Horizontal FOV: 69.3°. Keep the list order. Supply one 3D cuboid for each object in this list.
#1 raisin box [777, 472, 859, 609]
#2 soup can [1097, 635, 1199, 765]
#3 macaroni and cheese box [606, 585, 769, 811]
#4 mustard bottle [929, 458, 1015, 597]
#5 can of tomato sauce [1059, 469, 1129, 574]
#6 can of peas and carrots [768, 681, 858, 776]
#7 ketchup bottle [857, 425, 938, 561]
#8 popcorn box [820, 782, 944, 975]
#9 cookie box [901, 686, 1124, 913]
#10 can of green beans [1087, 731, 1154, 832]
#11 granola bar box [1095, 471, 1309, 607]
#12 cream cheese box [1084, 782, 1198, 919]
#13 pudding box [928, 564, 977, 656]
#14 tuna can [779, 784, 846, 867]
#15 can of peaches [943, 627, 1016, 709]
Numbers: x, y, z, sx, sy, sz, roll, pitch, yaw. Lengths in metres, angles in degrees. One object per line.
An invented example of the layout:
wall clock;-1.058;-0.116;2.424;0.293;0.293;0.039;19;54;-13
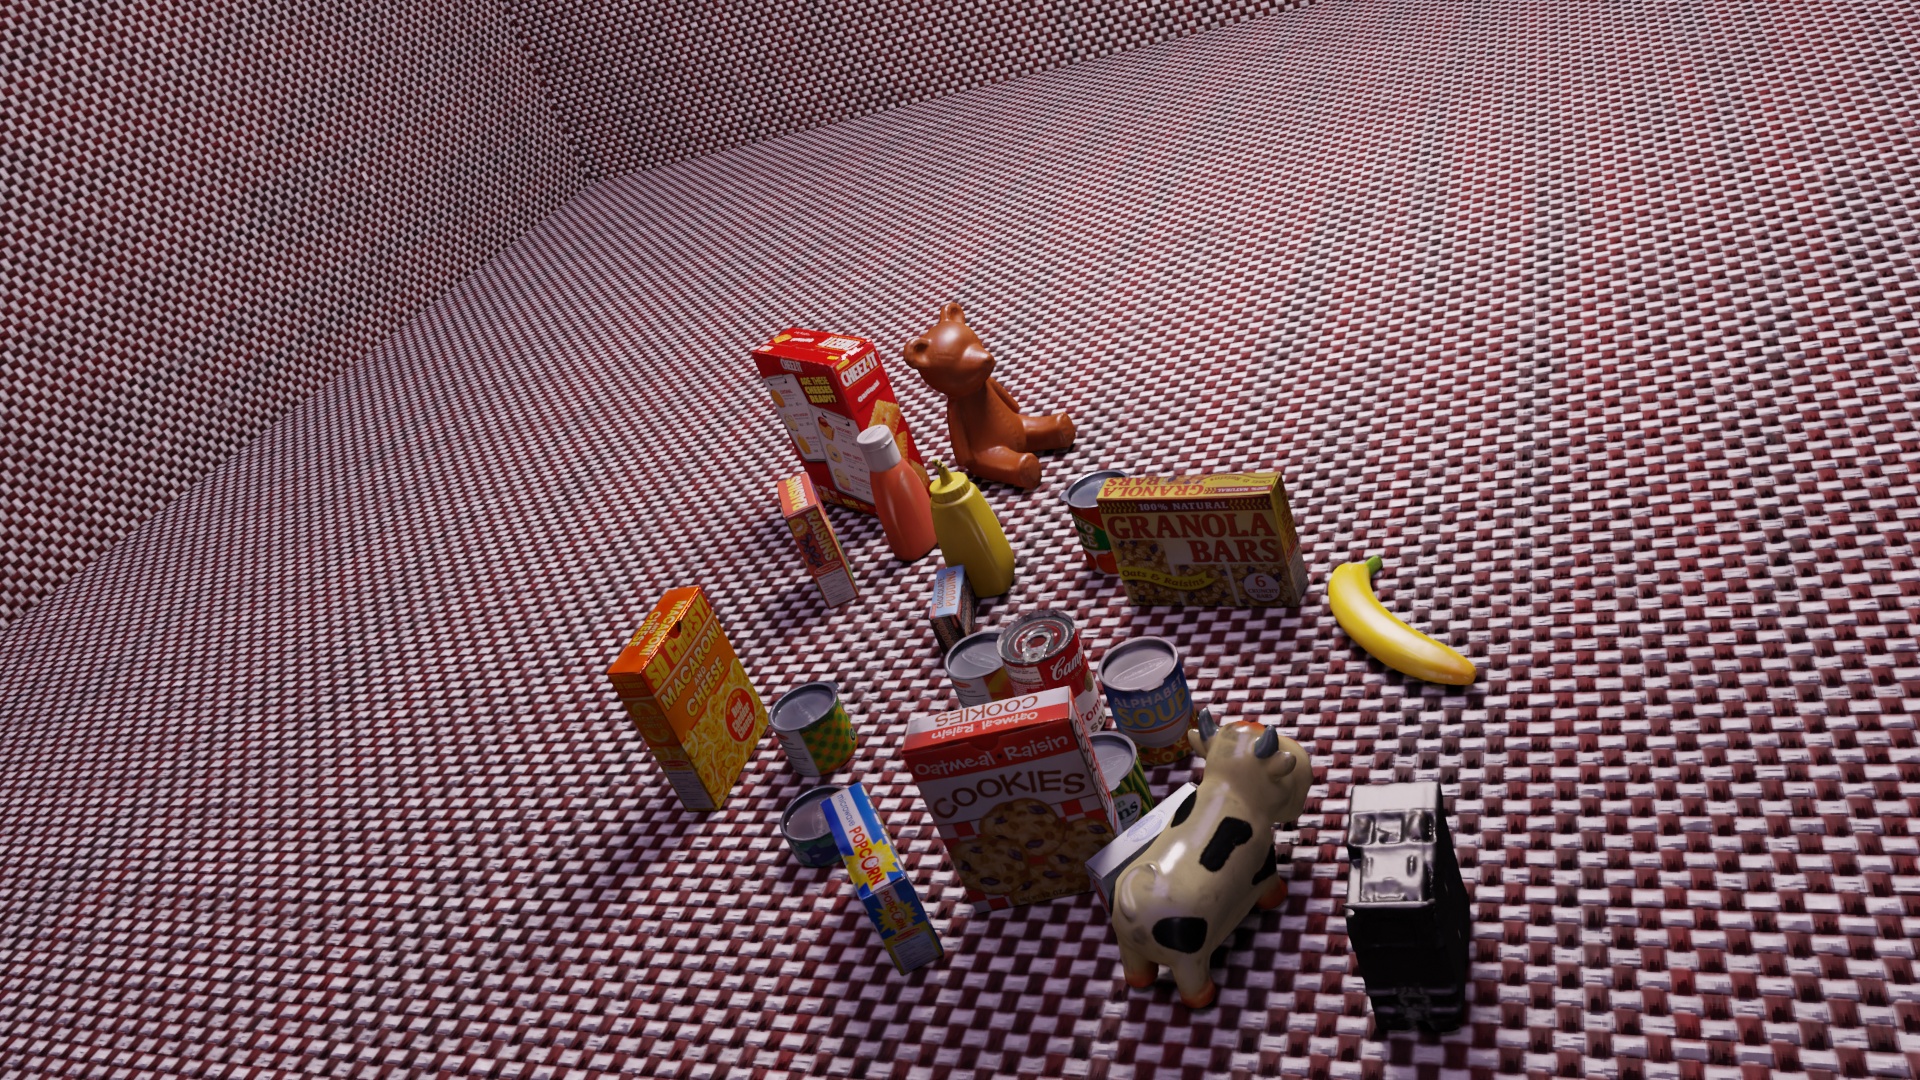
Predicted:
raisin box;-0.154;0.000;1.488;0.040;0.123;0.086;-22;30;-1
soup can;0.153;0.131;1.118;0.071;0.083;0.072;-16;30;10
macaroni and cheese box;-0.243;0.144;1.266;0.040;0.165;0.124;-7;33;24
mustard bottle;0.005;-0.017;1.378;0.065;0.159;0.049;-4;34;28
can of tomato sauce;0.144;-0.017;1.367;0.071;0.082;0.071;-16;30;10
can of peas and carrots;-0.131;0.170;1.261;0.071;0.058;0.071;-16;30;10
ketchup bottle;-0.068;-0.053;1.493;0.043;0.148;0.065;5;39;38
popcorn box;-0.061;0.254;1.053;0.038;0.085;0.127;-26;30;-8
cookie box;0.044;0.191;1.006;0.123;0.166;0.040;-14;30;13
can of green beans;0.111;0.191;1.073;0.071;0.057;0.071;-16;30;10
granola bar box;0.216;0.001;1.249;0.165;0.123;0.039;-1;35;31
cream cheese box;0.141;0.226;1.002;0.104;0.053;0.024;-33;32;-20
pudding box;-0.007;0.068;1.358;0.030;0.049;0.084;-13;31;14
tuna can;-0.113;0.238;1.164;0.071;0.032;0.071;-16;30;10
can of peaches;0.027;0.121;1.240;0.071;0.057;0.071;-16;30;10
